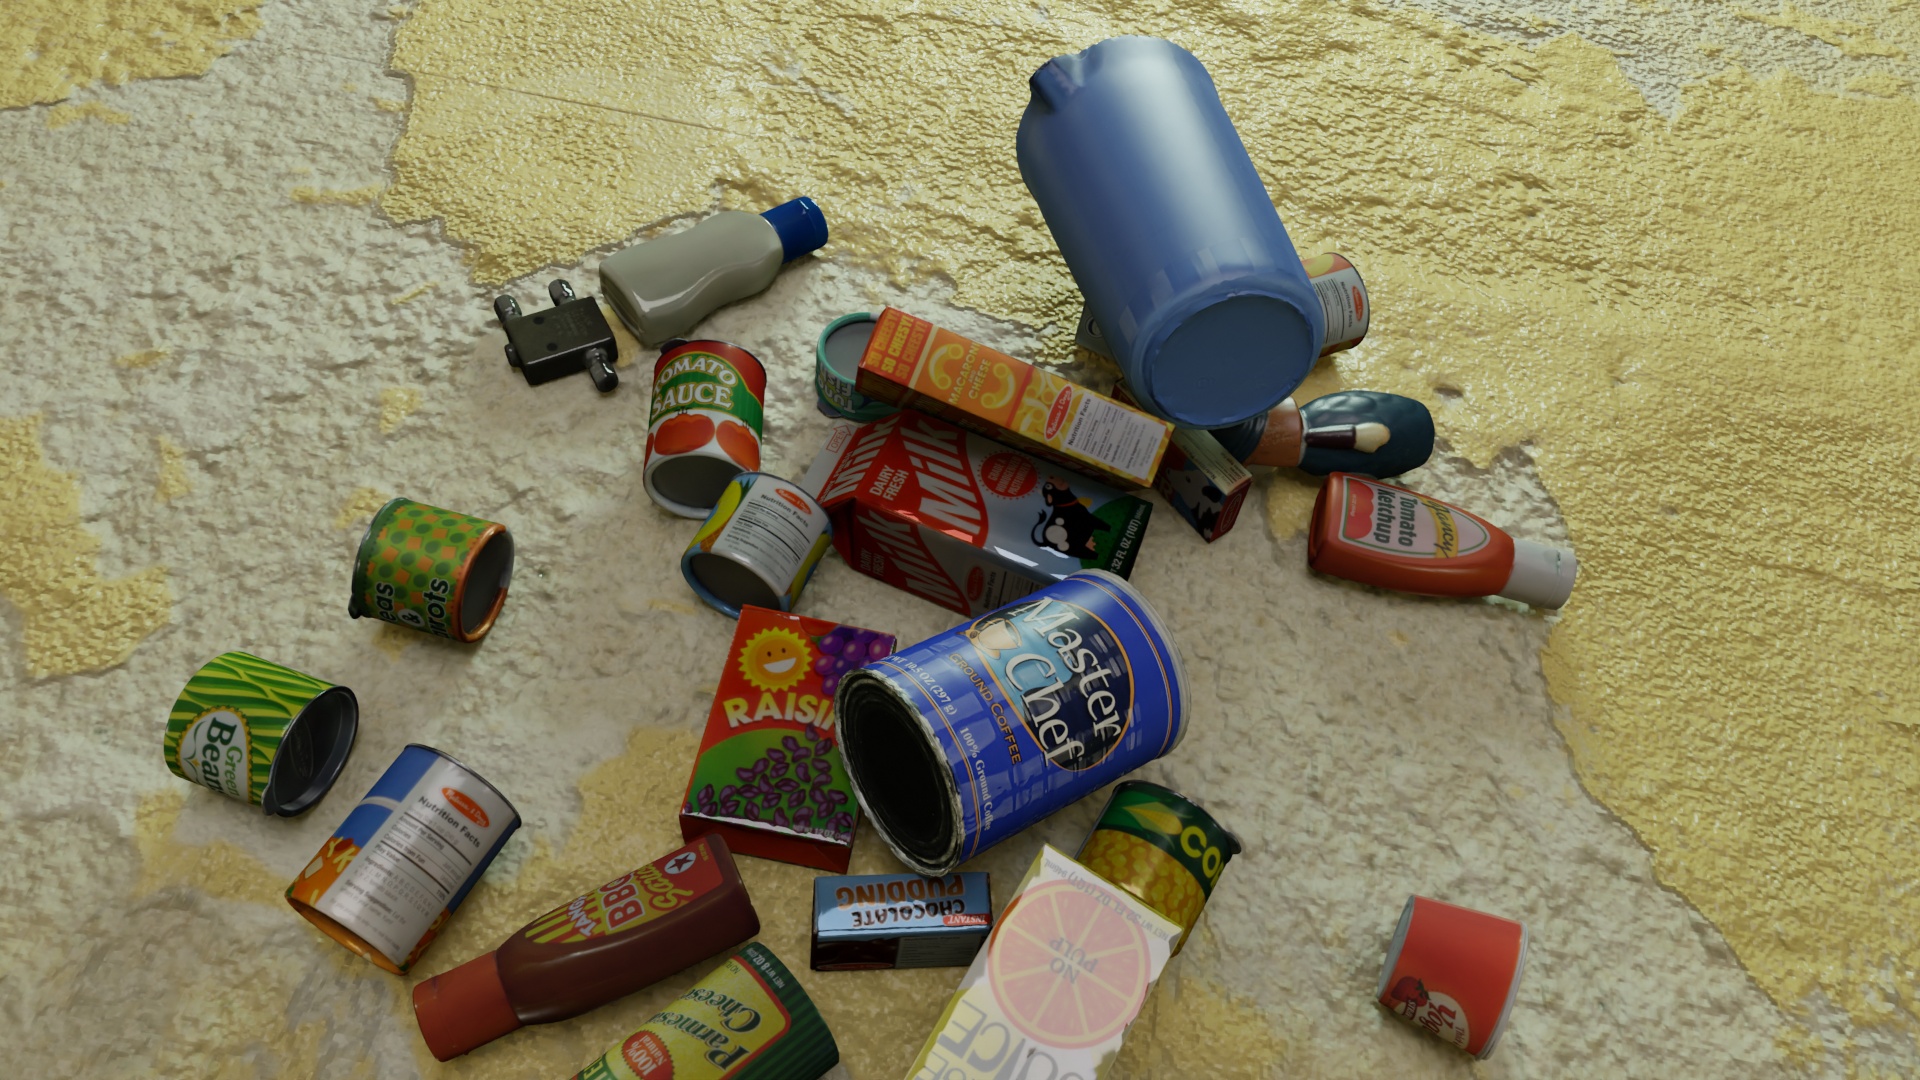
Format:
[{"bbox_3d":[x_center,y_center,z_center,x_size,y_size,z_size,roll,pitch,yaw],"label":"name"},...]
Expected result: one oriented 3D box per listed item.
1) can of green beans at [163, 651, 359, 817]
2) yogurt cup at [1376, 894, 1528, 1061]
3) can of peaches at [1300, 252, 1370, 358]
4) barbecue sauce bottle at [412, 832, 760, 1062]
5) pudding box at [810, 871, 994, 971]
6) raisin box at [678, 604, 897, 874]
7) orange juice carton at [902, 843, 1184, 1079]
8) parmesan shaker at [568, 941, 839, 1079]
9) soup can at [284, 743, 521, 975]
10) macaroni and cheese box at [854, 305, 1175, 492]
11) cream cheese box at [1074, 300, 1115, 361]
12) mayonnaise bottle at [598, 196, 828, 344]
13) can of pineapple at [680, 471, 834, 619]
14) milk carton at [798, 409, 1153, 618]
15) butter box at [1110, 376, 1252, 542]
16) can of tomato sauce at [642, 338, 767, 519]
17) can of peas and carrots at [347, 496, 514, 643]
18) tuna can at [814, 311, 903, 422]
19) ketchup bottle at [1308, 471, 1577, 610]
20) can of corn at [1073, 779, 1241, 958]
[{"bbox_3d":[-0.336,0.093,0.669,0.058,0.071,0.071,18,55,6],"label":"can of green beans"},{"bbox_3d":[0.234,0.205,0.664,0.054,0.072,0.073,19,55,16],"label":"yogurt cup"},{"bbox_3d":[0.224,-0.150,0.914,0.058,0.071,0.071,-19,59,-18],"label":"can of peaches"},{"bbox_3d":[-0.169,0.187,0.631,0.149,0.043,0.065,-23,20,-14],"label":"barbecue sauce bottle"},{"bbox_3d":[-0.029,0.180,0.656,0.084,0.049,0.030,0,54,-7],"label":"pudding box"},{"bbox_3d":[-0.086,0.100,0.713,0.086,0.039,0.124,10,54,1],"label":"raisin box"},{"bbox_3d":[0.016,0.235,0.595,0.072,0.072,0.193,29,70,13],"label":"orange juice carton"},{"bbox_3d":[-0.114,0.230,0.602,0.103,0.071,0.071,-34,65,-27],"label":"parmesan shaker"},{"bbox_3d":[-0.257,0.147,0.643,0.071,0.071,0.084,25,57,11],"label":"soup can"},{"bbox_3d":[0.025,-0.076,0.782,0.166,0.123,0.040,22,88,-5],"label":"macaroni and cheese box"},{"bbox_3d":[0.127,-0.130,0.893,0.104,0.053,0.024,28,52,12],"label":"cream cheese box"},{"bbox_3d":[-0.156,-0.181,0.902,0.149,0.041,0.065,-30,65,-26],"label":"mayonnaise bottle"},{"bbox_3d":[-0.111,0.006,0.761,0.071,0.070,0.058,22,56,8],"label":"can of pineapple"},{"bbox_3d":[0.003,-0.010,0.780,0.191,0.073,0.073,21,56,8],"label":"milk carton"},{"bbox_3d":[0.130,-0.052,0.839,0.024,0.052,0.104,-30,63,-22],"label":"butter box"},{"bbox_3d":[-0.148,-0.065,0.802,0.071,0.070,0.083,2,55,-6],"label":"can of tomato sauce"},{"bbox_3d":[-0.276,0.018,0.730,0.059,0.070,0.071,14,55,2],"label":"can of peas and carrots"},{"bbox_3d":[-0.060,-0.108,0.866,0.071,0.032,0.071,4,54,-5],"label":"tuna can"},{"bbox_3d":[0.284,0.006,0.823,0.149,0.043,0.065,15,54,3],"label":"ketchup bottle"},{"bbox_3d":[0.092,0.160,0.673,0.071,0.070,0.058,29,58,13],"label":"can of corn"}]
